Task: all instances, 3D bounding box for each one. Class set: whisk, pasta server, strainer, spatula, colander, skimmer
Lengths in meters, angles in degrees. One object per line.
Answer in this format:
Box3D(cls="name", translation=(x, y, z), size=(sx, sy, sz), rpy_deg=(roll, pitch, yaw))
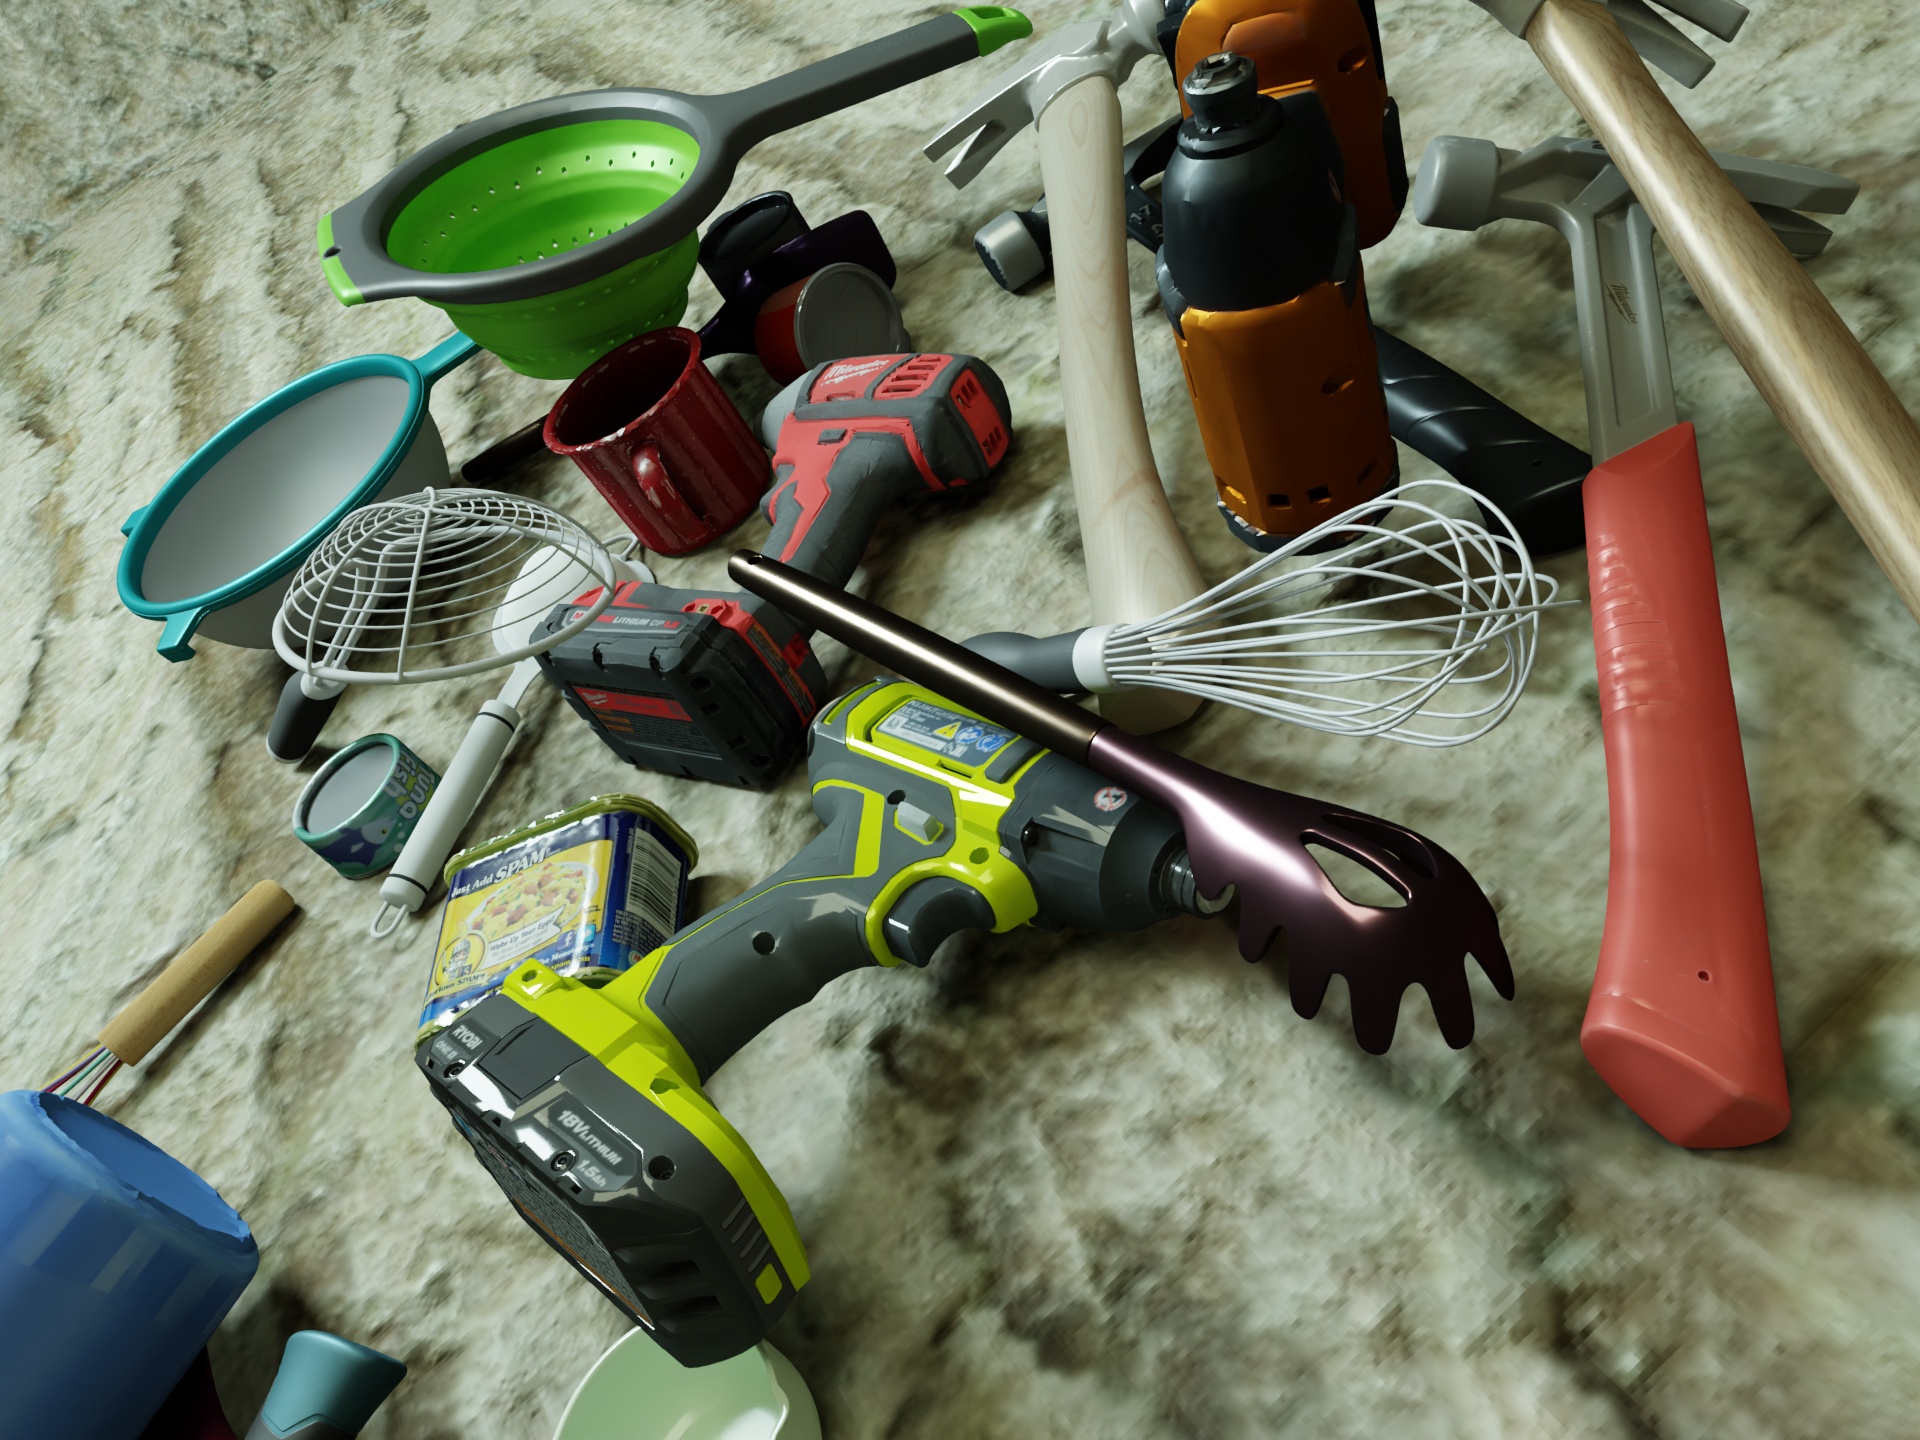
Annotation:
Box3D(cls="whisk", translation=(-0.397, 0.170, 0.719), size=(0.047, 0.051, 0.245), rpy_deg=(34, 66, 15))
Box3D(cls="pasta server", translation=(0.025, 0.005, 0.494), size=(0.060, 0.040, 0.316), rpy_deg=(-34, 43, -29))
Box3D(cls="strainer", translation=(-0.330, -0.153, 0.949), size=(0.340, 0.095, 0.211), rpy_deg=(-39, 42, -8))
Box3D(cls="spatula", translation=(-0.173, -0.204, 0.929), size=(0.316, 0.059, 0.018), rpy_deg=(-21, 13, 24))
Box3D(cls="whisk", translation=(0.068, -0.022, 0.496), size=(0.070, 0.070, 0.285), rpy_deg=(-53, 22, -21))
Box3D(cls="colander", translation=(-0.137, -0.282, 0.865), size=(0.397, 0.094, 0.205), rpy_deg=(-24, 45, -9))
Box3D(cls="skimmer", translation=(-0.261, -0.012, 0.714), size=(0.127, 0.090, 0.363), rpy_deg=(-29, 0, -35))
Box3D(cls="strainer", translation=(-0.219, -0.009, 0.767), size=(0.087, 0.050, 0.259), rpy_deg=(6, 57, 22))

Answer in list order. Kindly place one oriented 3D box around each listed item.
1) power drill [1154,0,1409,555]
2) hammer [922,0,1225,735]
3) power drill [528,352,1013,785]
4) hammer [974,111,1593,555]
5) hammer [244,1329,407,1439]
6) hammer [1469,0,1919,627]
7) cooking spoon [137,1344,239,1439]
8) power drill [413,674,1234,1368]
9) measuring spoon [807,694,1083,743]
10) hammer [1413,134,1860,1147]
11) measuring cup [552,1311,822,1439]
Box3D(cls="power drill", translation=(0.111, -0.189, 0.560), size=(0.084, 0.164, 0.227), rpy_deg=(-7, 44, 19))
Box3D(cls="hammer", translation=(0.051, -0.165, 0.688), size=(0.146, 0.038, 0.411), rpy_deg=(-27, 47, 30))
Box3D(cls="power drill", translation=(-0.083, -0.082, 0.716), size=(0.143, 0.078, 0.220), rpy_deg=(8, 53, 40))
Box3D(cls="hammer", translation=(0.141, -0.178, 0.682), size=(0.149, 0.036, 0.409), rpy_deg=(-34, 40, 1))
Box3D(cls="hammer", translation=(-0.272, 0.328, 0.452), size=(0.128, 0.033, 0.331), rpy_deg=(14, 64, 42))
Box3D(cls="hammer", translation=(0.238, -0.141, 0.488), size=(0.130, 0.031, 0.332), rpy_deg=(-6, 60, -22))
Box3D(cls="cooking spoon", translation=(-0.228, 0.258, 0.520), size=(0.319, 0.017, 0.069), rpy_deg=(11, 63, 42))
Box3D(cls="power drill", translation=(-0.036, 0.077, 0.495), size=(0.171, 0.080, 0.223), rpy_deg=(19, 49, 44))
Box3D(cls="measuring spoon", translation=(-0.001, -0.002, 0.626), size=(0.124, 0.018, 0.034), rpy_deg=(-12, 49, 17))
Box3D(cls="hammer", translation=(0.215, -0.050, 0.476), size=(0.149, 0.036, 0.359), rpy_deg=(8, 57, 3))
Box3D(cls="measuring cup", translation=(-0.071, 0.240, 0.412), size=(0.083, 0.038, 0.168), rpy_deg=(-22, 43, 16))
